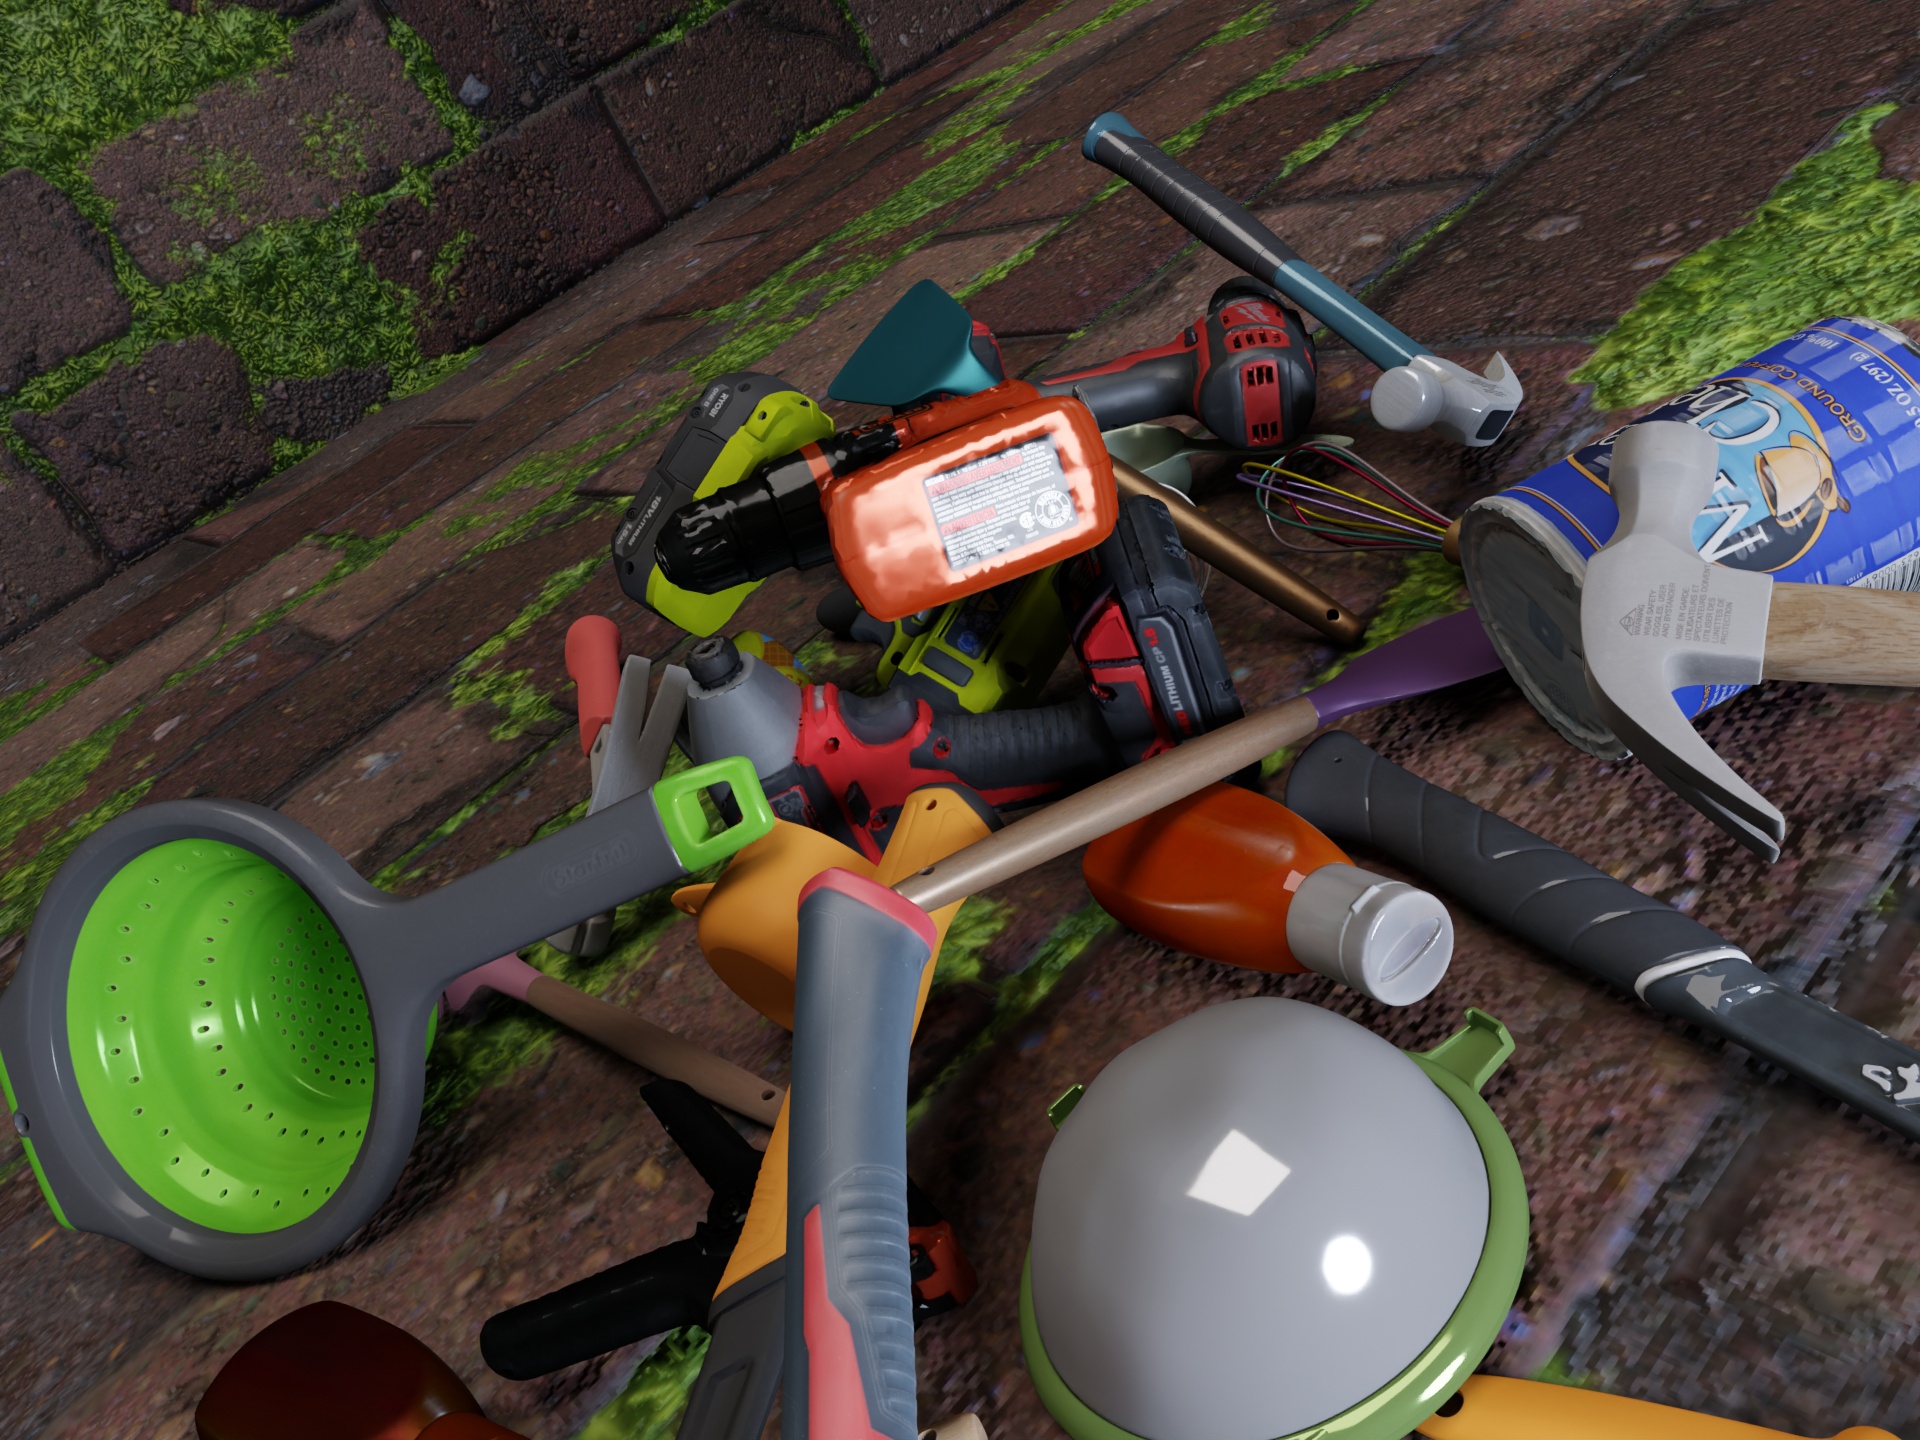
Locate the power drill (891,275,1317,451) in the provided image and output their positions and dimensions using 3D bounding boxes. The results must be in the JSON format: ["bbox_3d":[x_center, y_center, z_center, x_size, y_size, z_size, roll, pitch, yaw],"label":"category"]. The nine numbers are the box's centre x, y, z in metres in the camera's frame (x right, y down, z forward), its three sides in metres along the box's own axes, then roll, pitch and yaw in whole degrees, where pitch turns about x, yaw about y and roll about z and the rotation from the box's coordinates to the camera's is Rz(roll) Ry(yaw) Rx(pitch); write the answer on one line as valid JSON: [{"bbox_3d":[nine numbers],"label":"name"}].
[{"bbox_3d":[0.083,-0.197,0.896,0.226,0.080,0.188,-7,30,10],"label":"power drill"}]

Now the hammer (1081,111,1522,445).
[{"bbox_3d":[0.167,-0.244,0.849,0.128,0.033,0.331,-2,41,-41],"label":"hammer"}]

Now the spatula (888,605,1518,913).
[{"bbox_3d":[0.110,0.007,0.589,0.316,0.018,0.060,-22,23,-26],"label":"spatula"}]

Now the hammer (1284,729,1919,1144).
[{"bbox_3d":[0.221,0.075,0.436,0.149,0.036,0.409,-33,28,-11],"label":"hammer"}]

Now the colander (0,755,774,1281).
[{"bbox_3d":[-0.233,0.100,0.678,0.397,0.204,0.094,-24,-4,19],"label":"colander"}]

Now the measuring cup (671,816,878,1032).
[{"bbox_3d":[-0.085,0.090,0.645,0.174,0.095,0.052,-10,39,50],"label":"measuring cup"}]

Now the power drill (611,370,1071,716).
[{"bbox_3d":[-0.055,-0.063,0.773,0.223,0.080,0.171,31,87,26],"label":"power drill"}]

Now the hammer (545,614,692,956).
[{"bbox_3d":[-0.200,-0.010,0.897,0.359,0.036,0.149,-127,54,-67],"label":"hammer"}]

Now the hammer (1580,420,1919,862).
[{"bbox_3d":[0.335,-0.013,0.410,0.331,0.031,0.130,7,68,28],"label":"hammer"}]

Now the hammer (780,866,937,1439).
[{"bbox_3d":[-0.041,0.192,0.379,0.143,0.038,0.387,-17,41,10],"label":"hammer"}]

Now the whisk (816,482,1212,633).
[{"bbox_3d":[0.018,-0.072,0.856,0.285,0.070,0.070,-6,34,44],"label":"whisk"}]

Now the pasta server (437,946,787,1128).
[{"bbox_3d":[-0.168,0.132,0.705,0.316,0.040,0.060,11,46,45],"label":"pasta server"}]

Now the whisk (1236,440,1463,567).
[{"bbox_3d":[0.211,-0.085,0.716,0.051,0.047,0.245,-34,33,-15],"label":"whisk"}]

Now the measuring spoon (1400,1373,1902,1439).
[{"bbox_3d":[0.155,0.164,0.369,0.117,0.011,0.021,-7,34,36],"label":"measuring spoon"}]

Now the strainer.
[{"bbox_3d":[0.060,0.155,0.399,0.151,0.069,0.256,-17,27,26],"label":"strainer"}]

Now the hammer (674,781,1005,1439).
[{"bbox_3d":[-0.057,0.151,0.486,0.127,0.034,0.337,-2,45,26],"label":"hammer"}]

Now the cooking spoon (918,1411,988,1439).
[{"bbox_3d":[-0.136,0.267,0.451,0.319,0.017,0.069,-26,21,4],"label":"cooking spoon"}]

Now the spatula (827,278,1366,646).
[{"bbox_3d":[0.062,-0.123,0.765,0.318,0.044,0.082,38,86,23],"label":"spatula"}]

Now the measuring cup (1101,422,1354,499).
[{"bbox_3d":[0.134,-0.134,0.877,0.167,0.038,0.083,1,32,24],"label":"measuring cup"}]

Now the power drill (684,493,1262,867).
[{"bbox_3d":[-0.001,-0.002,0.655,0.219,0.143,0.079,-21,31,10],"label":"power drill"}]
